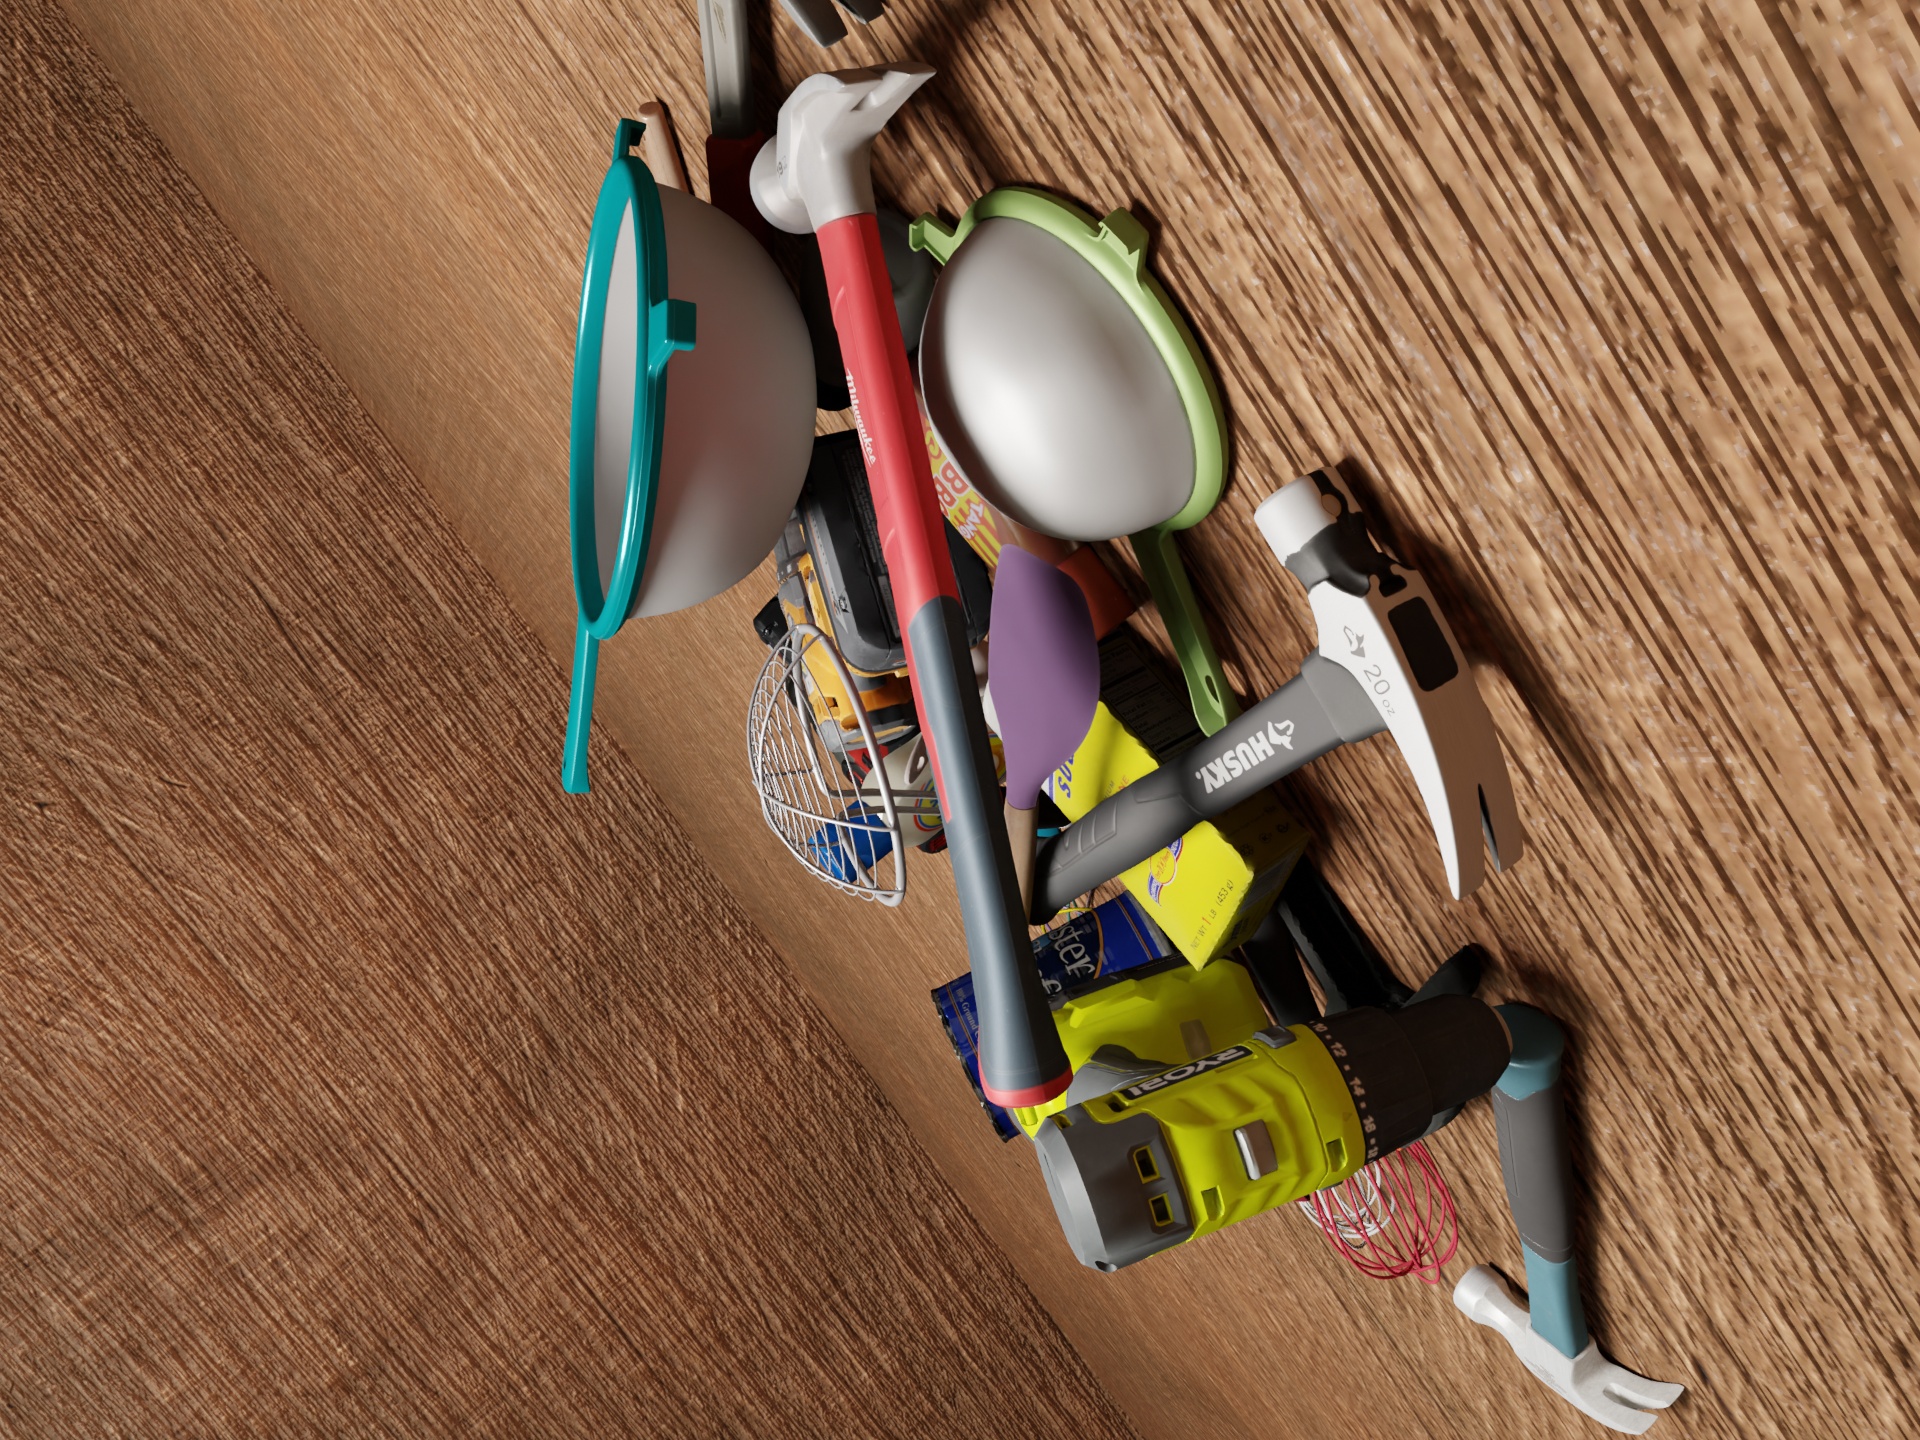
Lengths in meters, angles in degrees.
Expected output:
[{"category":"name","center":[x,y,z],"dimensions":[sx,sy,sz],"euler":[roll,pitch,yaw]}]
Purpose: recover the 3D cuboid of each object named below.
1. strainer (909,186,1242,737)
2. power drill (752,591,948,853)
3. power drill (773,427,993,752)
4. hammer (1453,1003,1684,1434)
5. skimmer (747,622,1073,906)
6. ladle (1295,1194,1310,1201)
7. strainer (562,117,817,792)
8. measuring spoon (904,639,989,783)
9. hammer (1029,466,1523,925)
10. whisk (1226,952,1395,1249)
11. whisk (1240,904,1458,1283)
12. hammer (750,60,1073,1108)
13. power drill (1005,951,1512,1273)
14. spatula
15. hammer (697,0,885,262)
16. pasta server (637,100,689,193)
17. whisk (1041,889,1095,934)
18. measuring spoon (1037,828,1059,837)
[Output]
[{"category":"strainer","center":[0.048,-0.080,0.636],"dimensions":[0.152,0.069,0.256],"euler":[27,149,55]},{"category":"power drill","center":[-0.072,-0.019,1.091],"dimensions":[0.188,0.080,0.226],"euler":[44,165,25]},{"category":"power drill","center":[-0.059,-0.090,0.856],"dimensions":[0.226,0.084,0.185],"euler":[137,117,-73]},{"category":"hammer","center":[0.280,0.242,0.765],"dimensions":[0.128,0.033,0.330],"euler":[36,157,45]},{"category":"skimmer","center":[0.007,0.030,0.800],"dimensions":[0.363,0.090,0.127],"euler":[9,-125,-63]},{"category":"ladle","center":[0.131,0.129,0.849],"dimensions":[0.069,0.031,0.315],"euler":[-112,2,-72]},{"category":"strainer","center":[-0.133,-0.092,0.762],"dimensions":[0.211,0.095,0.340],"euler":[-111,29,-45]},{"category":"measuring spoon","center":[-0.001,-0.003,0.879],"dimensions":[0.018,0.124,0.034],"euler":[13,130,17]},{"category":"hammer","center":[0.095,0.035,0.658],"dimensions":[0.146,0.035,0.334],"euler":[61,152,8]},{"category":"whisk","center":[0.183,0.204,0.927],"dimensions":[0.058,0.059,0.246],"euler":[-24,102,32]},{"category":"whisk","center":[0.193,0.186,0.847],"dimensions":[0.295,0.073,0.073],"euler":[64,161,-17]},{"category":"hammer","center":[-0.006,-0.035,0.589],"dimensions":[0.143,0.038,0.386],"euler":[-164,60,-71]},{"category":"power drill","center":[0.114,0.158,0.703],"dimensions":[0.228,0.190,0.080],"euler":[163,88,-81]},{"category":"spatula","center":[0.029,0.055,0.731],"dimensions":[0.060,0.018,0.315],"euler":[34,141,28]},{"category":"hammer","center":[-0.098,-0.242,0.747],"dimensions":[0.149,0.037,0.358],"euler":[48,163,14]},{"category":"pasta server","center":[-0.152,-0.222,0.933],"dimensions":[0.060,0.040,0.316],"euler":[55,166,29]},{"category":"whisk","center":[0.085,0.167,1.125],"dimensions":[0.051,0.047,0.244],"euler":[59,171,20]},{"category":"measuring spoon","center":[0.033,0.073,1.086],"dimensions":[0.042,0.021,0.128],"euler":[52,163,-2]}]
